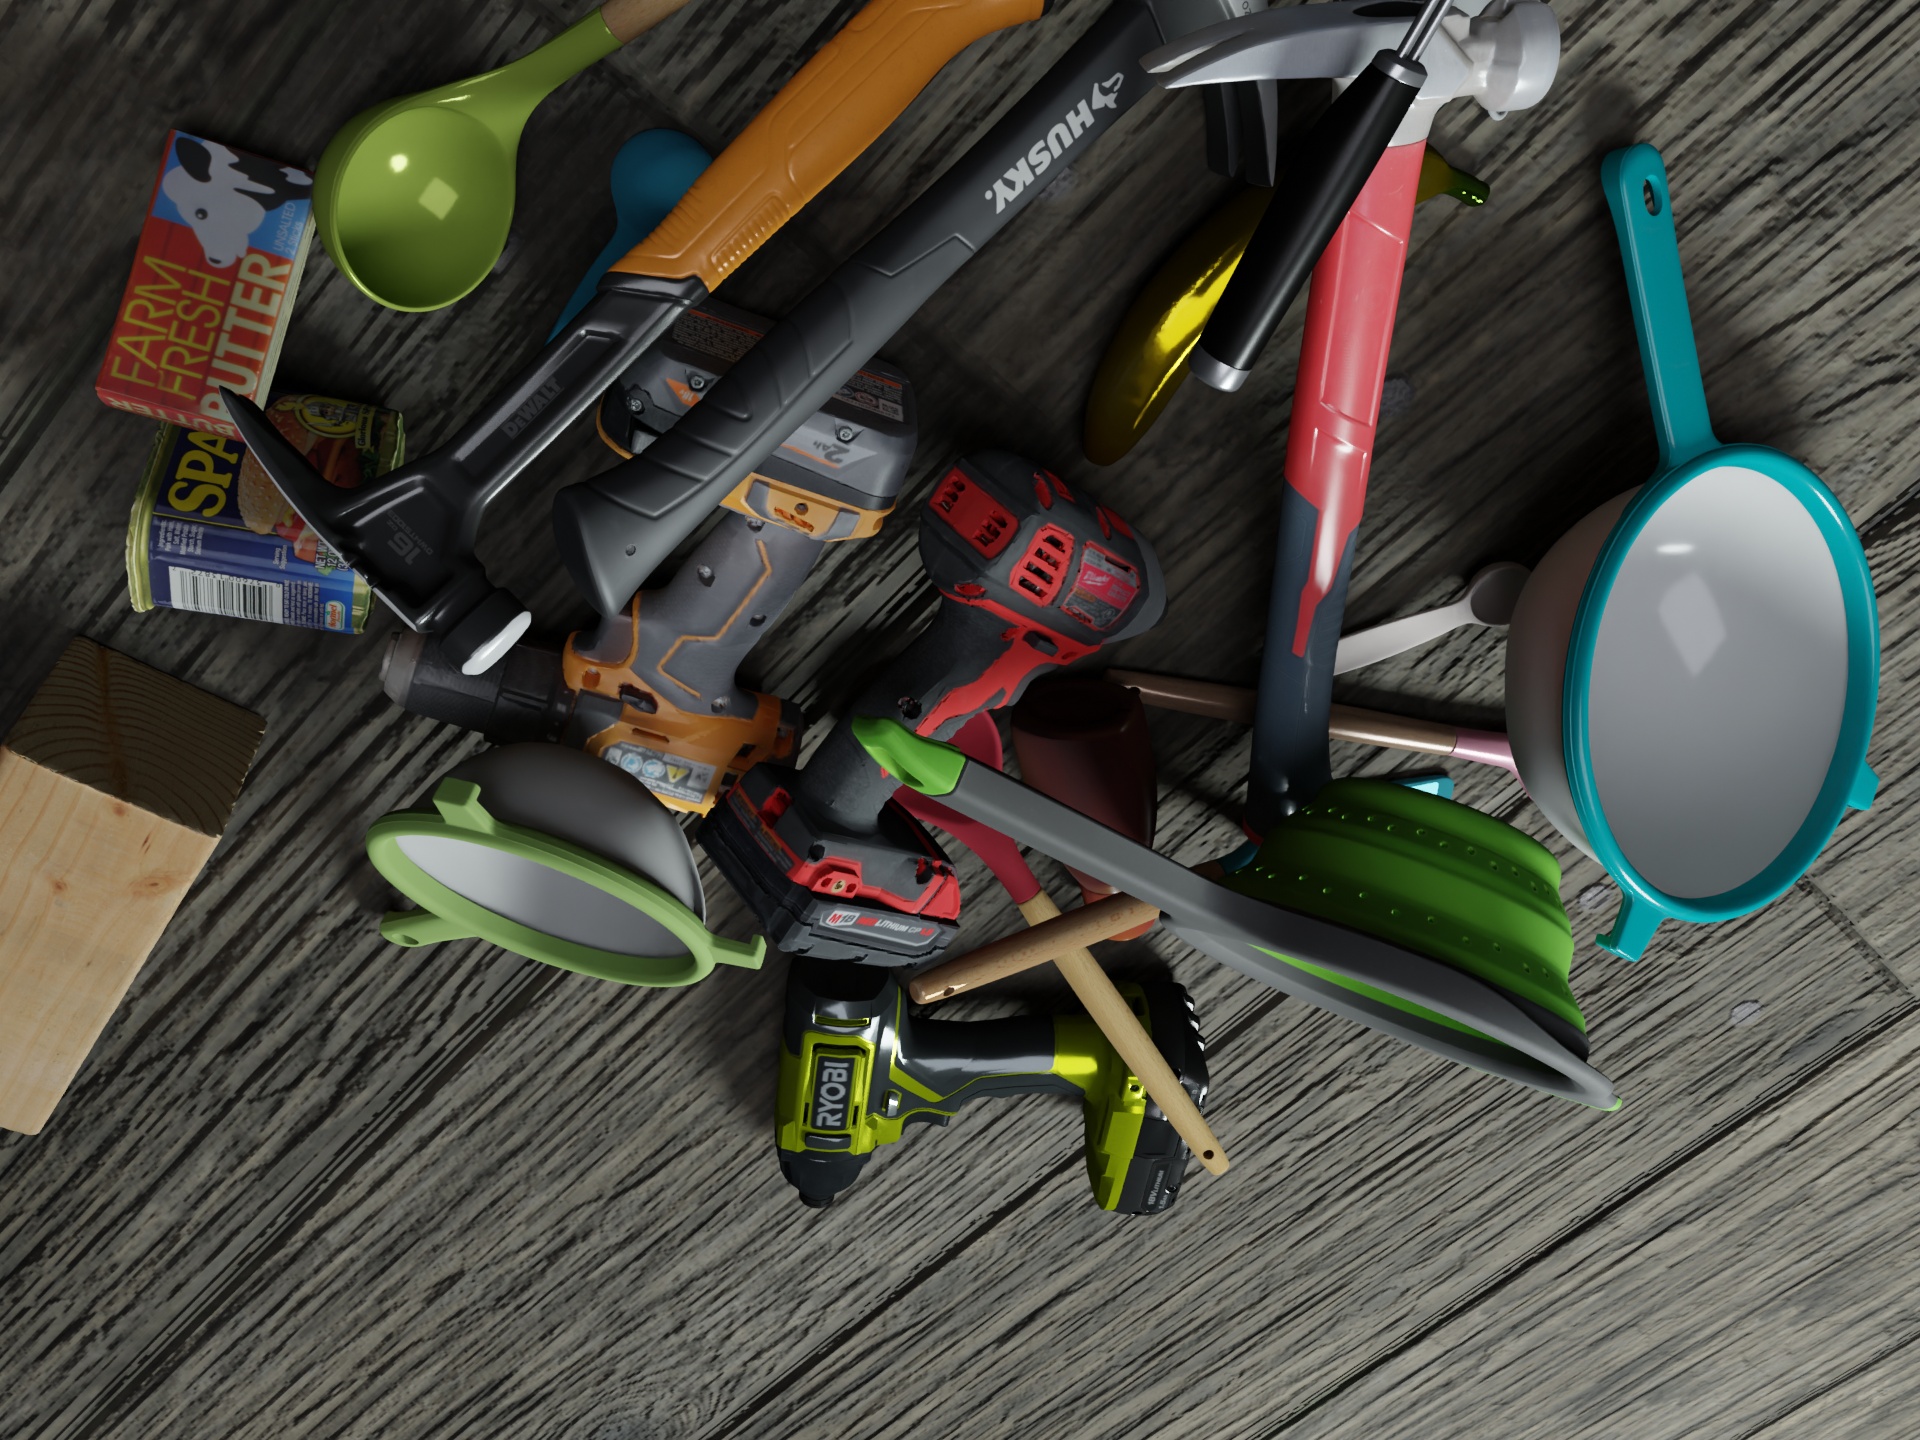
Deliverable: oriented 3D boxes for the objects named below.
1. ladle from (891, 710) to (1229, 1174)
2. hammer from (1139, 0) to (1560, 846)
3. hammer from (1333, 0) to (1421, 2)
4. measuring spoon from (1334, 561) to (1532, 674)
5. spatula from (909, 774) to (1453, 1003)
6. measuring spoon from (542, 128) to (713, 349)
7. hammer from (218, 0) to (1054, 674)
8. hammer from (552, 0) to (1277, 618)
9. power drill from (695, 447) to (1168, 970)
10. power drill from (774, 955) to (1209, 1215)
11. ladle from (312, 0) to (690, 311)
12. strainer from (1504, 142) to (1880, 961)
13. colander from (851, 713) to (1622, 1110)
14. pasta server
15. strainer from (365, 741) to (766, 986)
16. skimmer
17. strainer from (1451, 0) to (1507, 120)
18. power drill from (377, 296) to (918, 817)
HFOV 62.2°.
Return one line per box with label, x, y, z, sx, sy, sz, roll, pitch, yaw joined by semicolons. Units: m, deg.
ladle;0.049;0.106;0.789;0.069;0.031;0.315;-32;103;12
hammer;0.136;-0.092;0.663;0.143;0.038;0.386;-8;130;-8
hammer;0.088;-0.324;0.518;0.033;0.128;0.330;-45;129;6
measuring spoon;0.217;-0.048;0.772;0.124;0.018;0.034;-21;127;14
spatula;0.115;0.089;0.785;0.317;0.044;0.082;-16;132;-31
measuring spoon;-0.138;-0.172;0.630;0.042;0.021;0.128;27;115;-23
hammer;-0.097;-0.176;0.563;0.337;0.034;0.127;-45;96;-3
hammer;-0.013;-0.161;0.562;0.335;0.035;0.146;-46;135;-8
power drill;-0.001;-0.002;0.682;0.143;0.079;0.219;19;111;-52
power drill;0.011;0.207;0.874;0.223;0.080;0.171;5;122;-7
ladle;-0.094;-0.242;0.540;0.320;0.062;0.078;-26;160;20
strainer;0.301;-0.078;0.718;0.211;0.095;0.340;-23;105;-25
colander;0.135;0.053;0.674;0.396;0.204;0.094;28;80;-27
pasta server;0.223;0.009;0.793;0.316;0.040;0.060;9;113;-13
strainer;-0.198;0.062;0.712;0.151;0.069;0.256;33;151;-28
skimmer;0.185;-0.237;0.472;0.127;0.090;0.363;-11;141;-45
strainer;0.153;-0.323;0.562;0.087;0.050;0.258;-57;131;-23
power drill;-0.134;-0.063;0.673;0.185;0.084;0.226;17;124;-16
